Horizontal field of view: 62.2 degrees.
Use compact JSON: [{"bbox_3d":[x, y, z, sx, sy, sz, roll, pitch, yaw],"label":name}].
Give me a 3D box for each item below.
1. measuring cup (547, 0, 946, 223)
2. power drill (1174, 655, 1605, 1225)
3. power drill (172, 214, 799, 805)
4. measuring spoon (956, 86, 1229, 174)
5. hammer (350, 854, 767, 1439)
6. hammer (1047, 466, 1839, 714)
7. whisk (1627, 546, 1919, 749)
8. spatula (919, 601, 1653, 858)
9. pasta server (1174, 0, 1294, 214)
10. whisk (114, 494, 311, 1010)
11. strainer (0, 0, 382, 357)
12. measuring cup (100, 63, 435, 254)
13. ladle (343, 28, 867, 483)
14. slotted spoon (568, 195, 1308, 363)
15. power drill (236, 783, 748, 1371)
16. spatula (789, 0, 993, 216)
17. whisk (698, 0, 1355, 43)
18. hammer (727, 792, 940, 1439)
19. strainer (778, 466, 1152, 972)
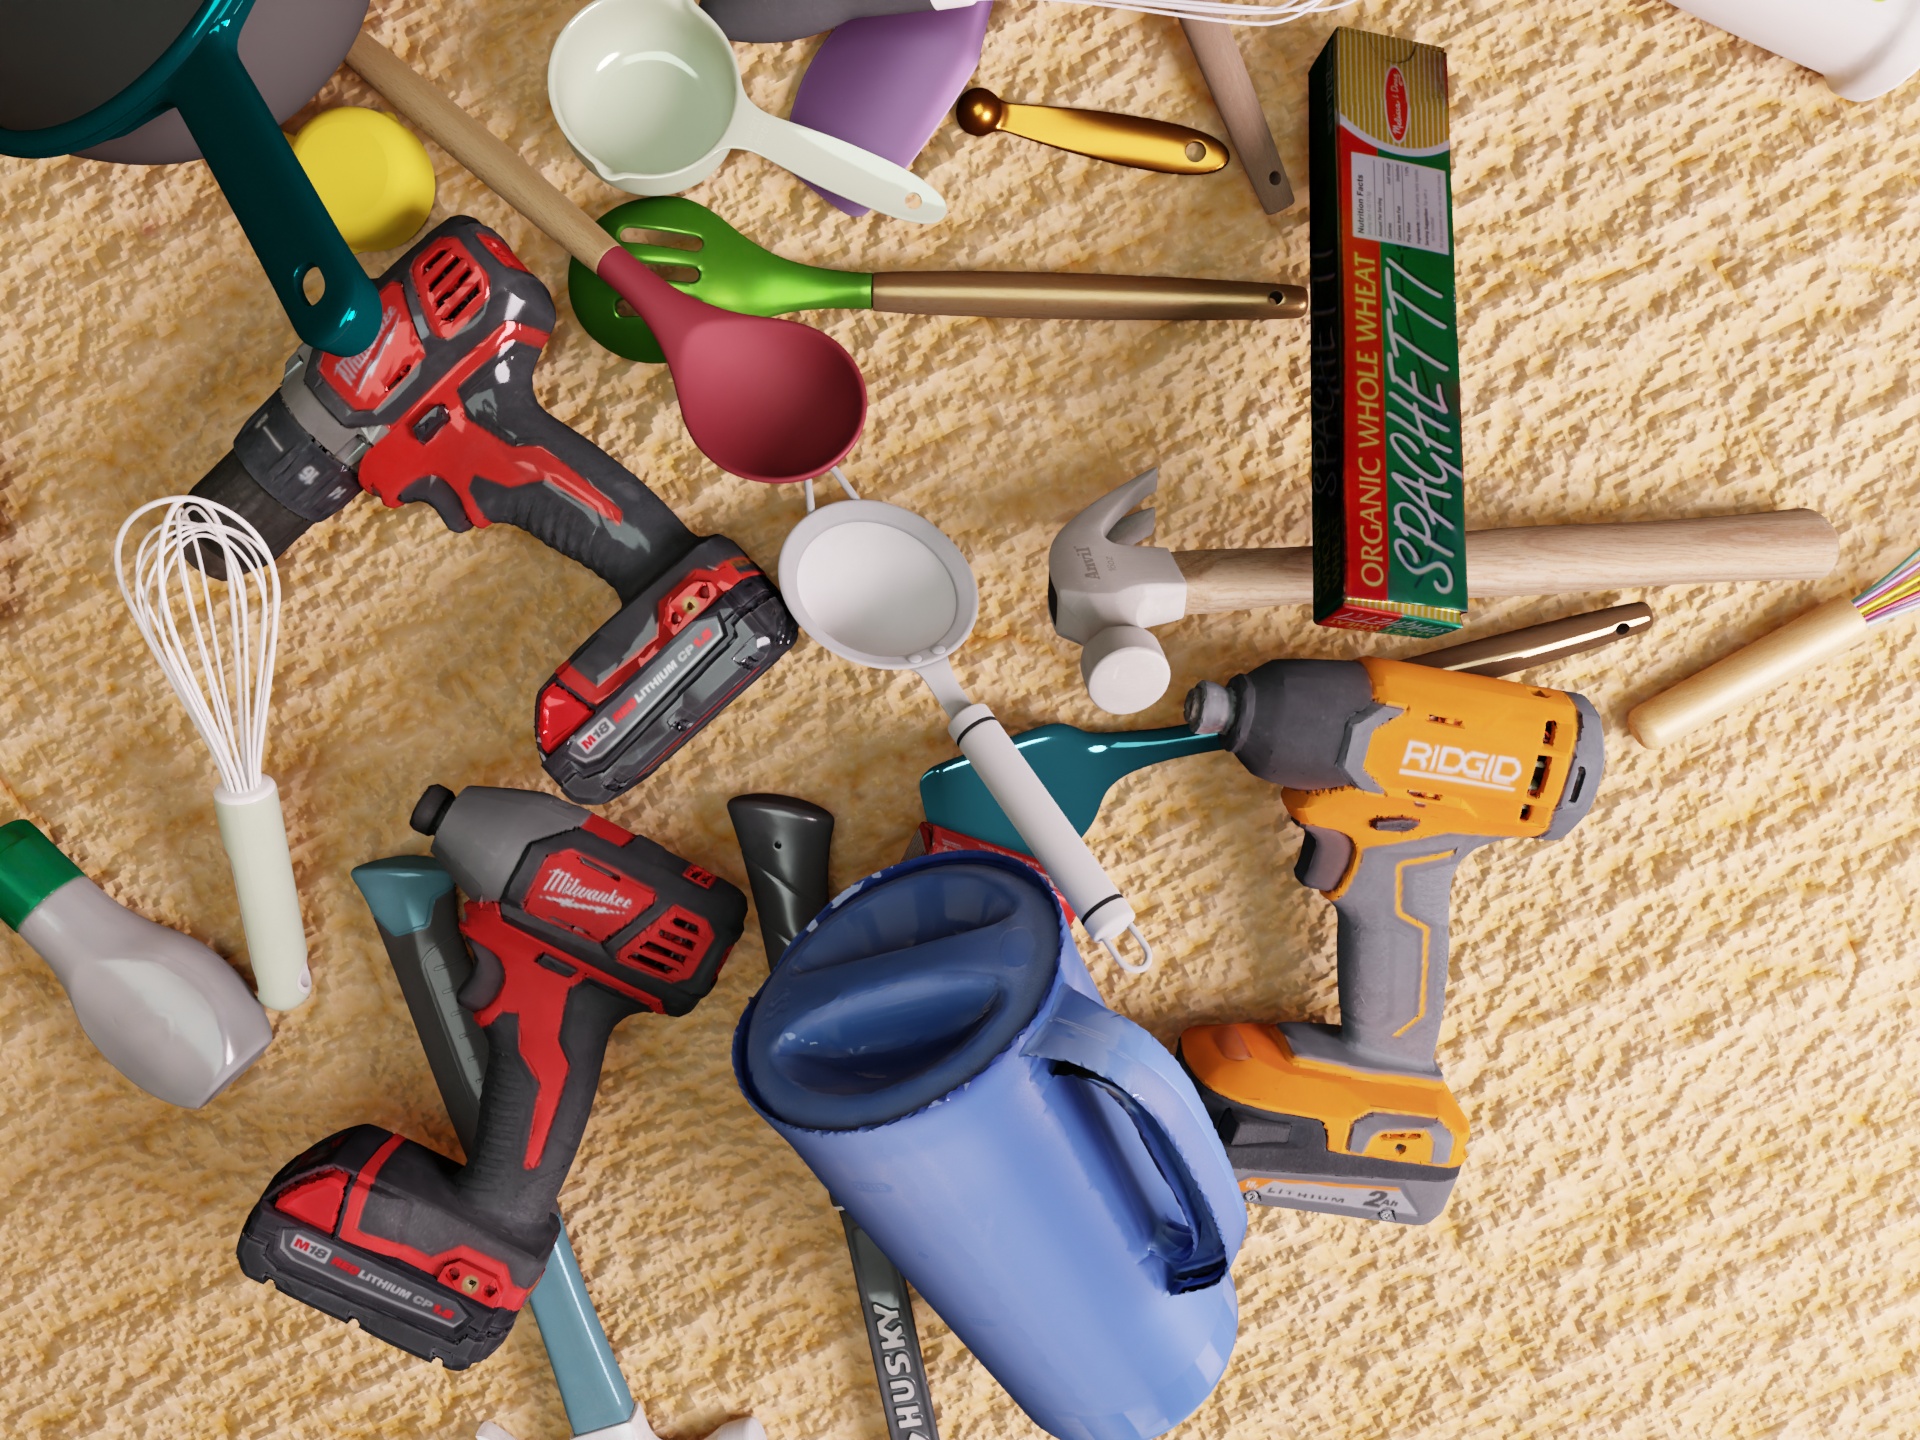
[{"bbox_3d":[-0.086,-0.237,0.655,0.167,0.038,0.083,21,87,-7],"label":"measuring cup"},{"bbox_3d":[0.153,0.084,0.655,0.164,0.084,0.226,10,105,-8],"label":"power drill"},{"bbox_3d":[-0.199,-0.069,0.664,0.188,0.080,0.226,-41,92,6],"label":"power drill"},{"bbox_3d":[0.055,-0.246,0.664,0.117,0.011,0.021,11,98,0],"label":"measuring spoon"},{"bbox_3d":[-0.199,0.215,0.723,0.128,0.033,0.331,-18,97,3],"label":"hammer"},{"bbox_3d":[0.197,-0.064,0.648,0.331,0.130,0.031,-4,128,-9],"label":"hammer"},{"bbox_3d":[0.396,-0.057,0.668,0.245,0.047,0.051,-30,98,8],"label":"whisk"},{"bbox_3d":[0.141,0.004,0.678,0.317,0.044,0.082,-16,117,4],"label":"spatula"},{"bbox_3d":[0.063,-0.349,0.627,0.060,0.040,0.316,-27,107,3],"label":"pasta server"},{"bbox_3d":[-0.300,0.022,0.661,0.059,0.058,0.246,-1,119,-8],"label":"whisk"},{"bbox_3d":[-0.262,-0.249,0.588,0.211,0.095,0.341,-39,69,15],"label":"strainer"},{"bbox_3d":[-0.298,-0.243,0.662,0.156,0.029,0.062,19,98,-3],"label":"measuring cup"},{"bbox_3d":[-0.161,-0.201,0.641,0.315,0.031,0.069,41,80,8],"label":"ladle"},{"bbox_3d":[-0.011,-0.182,0.668,0.313,0.031,0.070,2,93,0],"label":"slotted spoon"},{"bbox_3d":[-0.198,0.137,0.662,0.143,0.078,0.219,28,90,-6],"label":"power drill"},{"bbox_3d":[0.033,-0.347,0.647,0.060,0.018,0.316,39,98,0],"label":"spatula"},{"bbox_3d":[0.028,-0.291,0.614,0.284,0.070,0.070,0,98,19],"label":"whisk"},{"bbox_3d":[-0.046,0.230,0.722,0.149,0.036,0.409,-12,97,4],"label":"hammer"},{"bbox_3d":[-0.001,-0.002,0.643,0.087,0.050,0.259,-20,61,-29],"label":"strainer"}]
